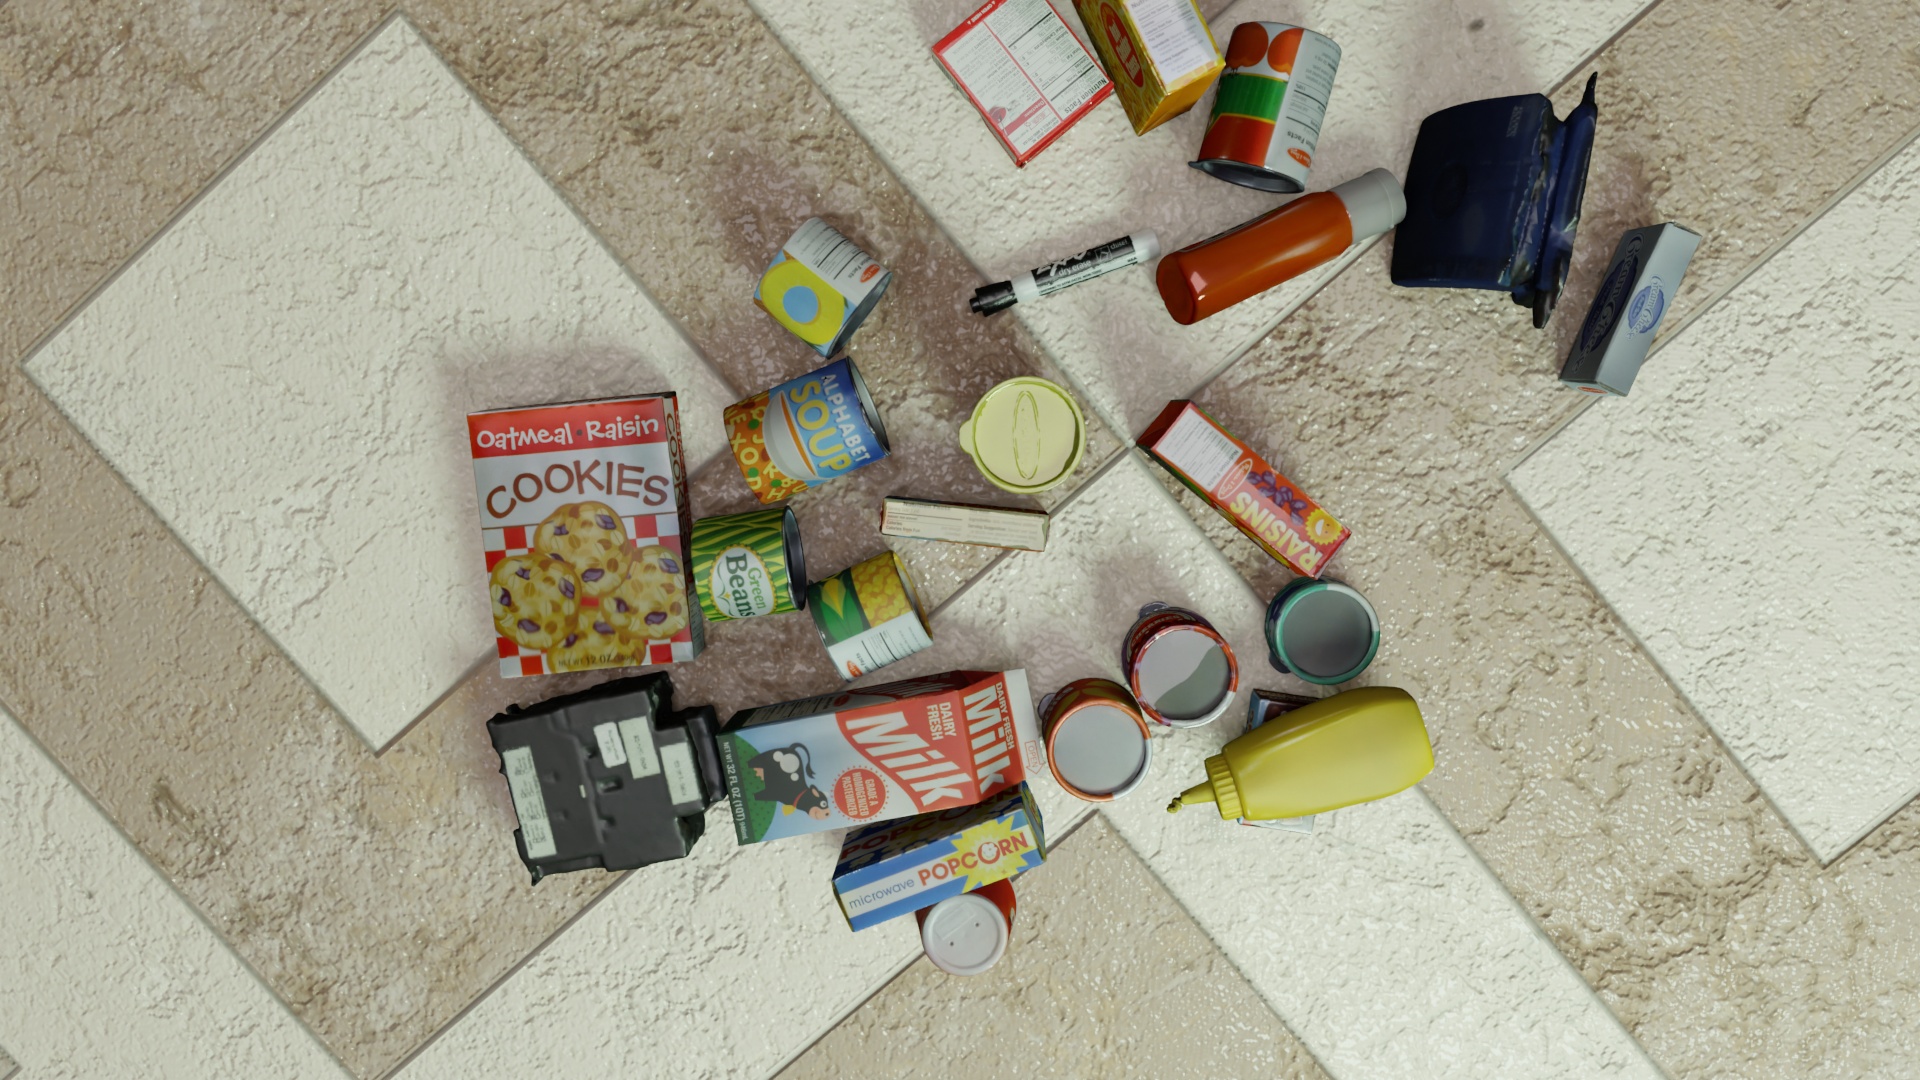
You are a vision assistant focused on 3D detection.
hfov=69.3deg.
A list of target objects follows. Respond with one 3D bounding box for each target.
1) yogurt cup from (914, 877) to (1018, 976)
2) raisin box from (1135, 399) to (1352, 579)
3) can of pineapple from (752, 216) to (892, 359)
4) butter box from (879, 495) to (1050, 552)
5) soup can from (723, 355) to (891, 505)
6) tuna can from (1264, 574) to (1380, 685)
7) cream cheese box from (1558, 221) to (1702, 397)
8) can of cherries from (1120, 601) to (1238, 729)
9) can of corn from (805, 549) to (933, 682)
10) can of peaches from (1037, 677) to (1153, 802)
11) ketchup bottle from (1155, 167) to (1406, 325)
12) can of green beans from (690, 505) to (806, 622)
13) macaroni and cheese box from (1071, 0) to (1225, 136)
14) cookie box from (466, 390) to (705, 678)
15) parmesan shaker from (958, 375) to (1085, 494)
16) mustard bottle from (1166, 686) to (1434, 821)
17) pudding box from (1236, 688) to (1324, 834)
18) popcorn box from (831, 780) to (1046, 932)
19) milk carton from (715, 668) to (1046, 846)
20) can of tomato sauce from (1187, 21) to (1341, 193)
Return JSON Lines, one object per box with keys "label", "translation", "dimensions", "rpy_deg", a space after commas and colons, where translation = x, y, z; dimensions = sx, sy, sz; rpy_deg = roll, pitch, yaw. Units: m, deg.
{"label": "yogurt cup", "translation": [0.003, 0.241, 0.885], "dimensions": [0.072, 0.054, 0.072], "rpy_deg": [0, 96, 1]}
{"label": "raisin box", "translation": [0.168, -0.032, 0.836], "dimensions": [0.123, 0.086, 0.040], "rpy_deg": [38, 94, -3]}
{"label": "can of pineapple", "translation": [-0.084, -0.151, 0.838], "dimensions": [0.058, 0.071, 0.071], "rpy_deg": [37, 96, -2]}
{"label": "butter box", "translation": [0.003, -0.011, 0.858], "dimensions": [0.103, 0.053, 0.024], "rpy_deg": [6, 94, 0]}
{"label": "soup can", "translation": [-0.093, -0.066, 0.844], "dimensions": [0.084, 0.071, 0.071], "rpy_deg": [-22, 96, 4]}
{"label": "tuna can", "translation": [0.225, 0.058, 0.872], "dimensions": [0.071, 0.033, 0.071], "rpy_deg": [0, 96, 1]}
{"label": "cream cheese box", "translation": [0.402, -0.138, 0.837], "dimensions": [0.024, 0.053, 0.103], "rpy_deg": [22, 96, -4]}
{"label": "can of cherries", "translation": [0.134, 0.076, 0.862], "dimensions": [0.071, 0.058, 0.071], "rpy_deg": [0, 97, 1]}
{"label": "can of corn", "translation": [-0.056, 0.044, 0.860], "dimensions": [0.058, 0.071, 0.071], "rpy_deg": [-24, 96, 3]}
{"label": "can of peaches", "translation": [0.083, 0.123, 0.868], "dimensions": [0.071, 0.058, 0.071], "rpy_deg": [0, 97, 1]}
{"label": "ketchup bottle", "translation": [0.194, -0.178, 0.834], "dimensions": [0.149, 0.064, 0.043], "rpy_deg": [-24, 89, -5]}
{"label": "can of green beans", "translation": [-0.130, 0.015, 0.856], "dimensions": [0.058, 0.071, 0.071], "rpy_deg": [-8, 96, 2]}
{"label": "macaroni and cheese box", "translation": [0.087, -0.323, 0.787], "dimensions": [0.040, 0.124, 0.166], "rpy_deg": [-27, 95, 3]}
{"label": "cookie box", "translation": [-0.232, -0.004, 0.870], "dimensions": [0.123, 0.040, 0.167], "rpy_deg": [-5, 97, 1]}
{"label": "parmesan shaker", "translation": [0.035, -0.065, 0.826], "dimensions": [0.071, 0.103, 0.071], "rpy_deg": [0, 96, 1]}
{"label": "mustard bottle", "translation": [0.200, 0.136, 0.841], "dimensions": [0.160, 0.049, 0.065], "rpy_deg": [-17, 96, 3]}
{"label": "pudding box", "translation": [0.204, 0.140, 0.882], "dimensions": [0.050, 0.030, 0.083], "rpy_deg": [9, 96, 0]}
{"label": "popcorn box", "translation": [-0.013, 0.191, 0.864], "dimensions": [0.127, 0.085, 0.038], "rpy_deg": [-21, 95, 4]}
{"label": "milk carton", "translation": [-0.047, 0.130, 0.863], "dimensions": [0.191, 0.073, 0.072], "rpy_deg": [-11, 94, 2]}
{"label": "can of tomato sauce", "translation": [0.181, -0.256, 0.823], "dimensions": [0.071, 0.071, 0.083], "rpy_deg": [15, 96, -1]}
